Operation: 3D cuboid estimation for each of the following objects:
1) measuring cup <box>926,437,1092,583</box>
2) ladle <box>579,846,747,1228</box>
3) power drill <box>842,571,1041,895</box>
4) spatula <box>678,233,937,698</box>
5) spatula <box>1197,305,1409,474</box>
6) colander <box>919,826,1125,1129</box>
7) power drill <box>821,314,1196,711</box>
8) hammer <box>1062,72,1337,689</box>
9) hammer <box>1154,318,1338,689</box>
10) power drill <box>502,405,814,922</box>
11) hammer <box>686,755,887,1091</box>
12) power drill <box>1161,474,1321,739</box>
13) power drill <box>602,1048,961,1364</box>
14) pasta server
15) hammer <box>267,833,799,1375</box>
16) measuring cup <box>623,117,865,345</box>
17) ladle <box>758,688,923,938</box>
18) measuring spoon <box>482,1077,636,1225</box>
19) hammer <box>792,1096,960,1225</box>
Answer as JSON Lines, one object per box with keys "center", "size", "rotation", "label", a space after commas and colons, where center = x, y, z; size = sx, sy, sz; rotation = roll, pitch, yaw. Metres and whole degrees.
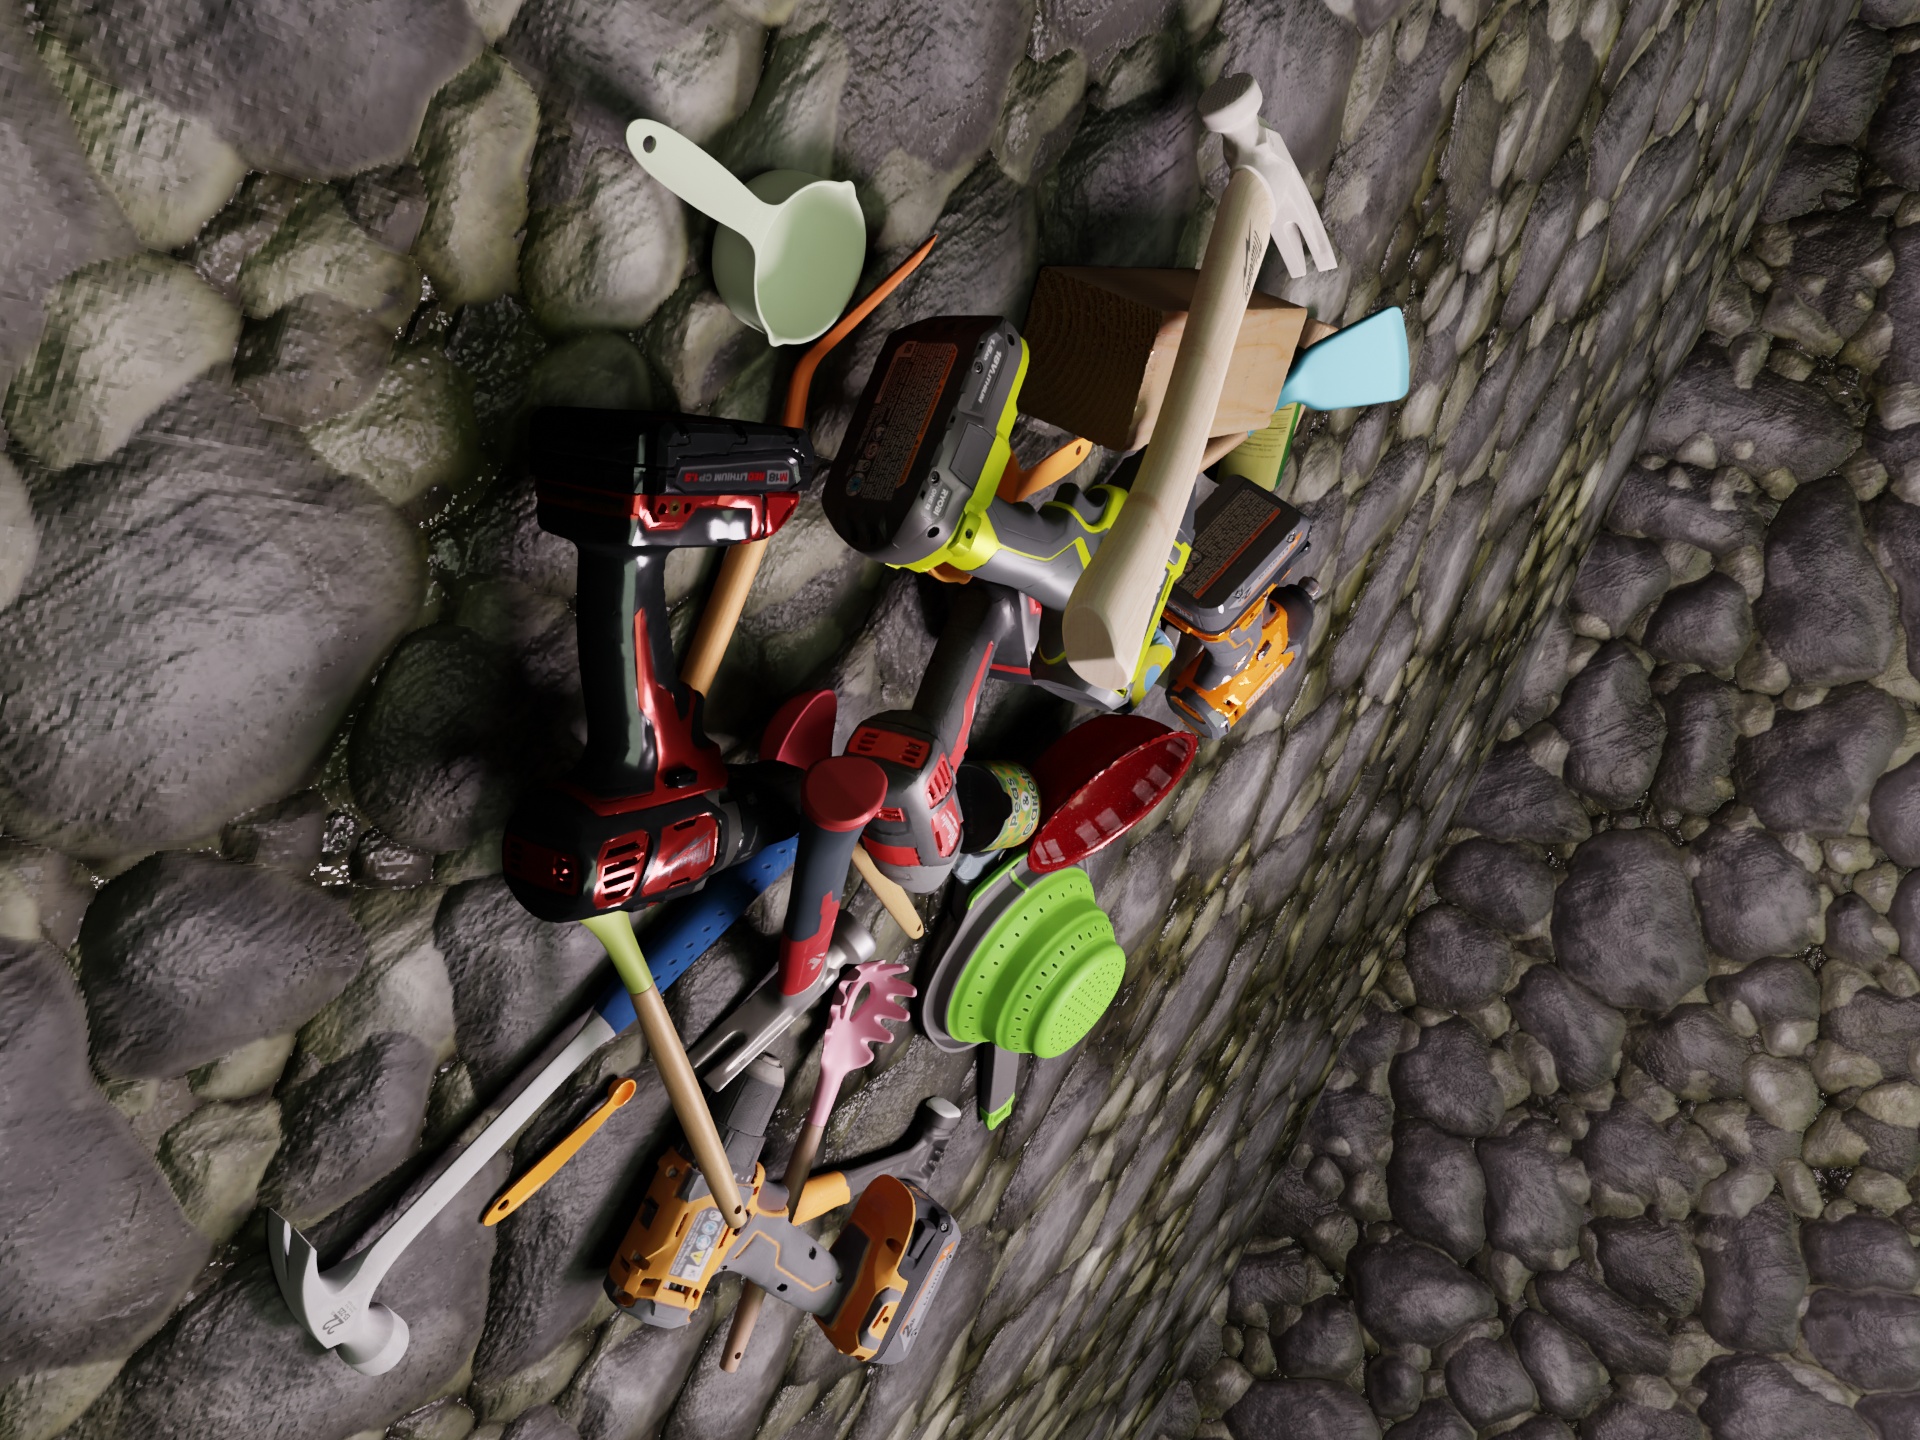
{"center": [0.014, -0.148, 0.958], "size": [0.173, 0.052, 0.095], "rotation": [-35, 142, -43], "label": "measuring cup"}
{"center": [-0.159, 0.168, 0.866], "size": [0.078, 0.062, 0.319], "rotation": [-38, 127, -35], "label": "ladle"}
{"center": [-0.002, -0.003, 0.972], "size": [0.143, 0.078, 0.220], "rotation": [78, 31, -50], "label": "power drill"}
{"center": [-0.094, -0.105, 0.821], "size": [0.081, 0.041, 0.322], "rotation": [-98, -149, -73], "label": "spatula"}
{"center": [0.189, -0.193, 1.142], "size": [0.317, 0.044, 0.082], "rotation": [-35, 136, -13], "label": "spatula"}
{"center": [0.066, 0.264, 1.367], "size": [0.204, 0.095, 0.396], "rotation": [-36, 148, -31], "label": "colander"}
{"center": [0.043, -0.122, 0.876], "size": [0.223, 0.080, 0.171], "rotation": [28, 81, -44], "label": "power drill"}
{"center": [0.138, -0.184, 0.904], "size": [0.146, 0.038, 0.411], "rotation": [48, 50, -39], "label": "hammer"}
{"center": [0.237, -0.176, 1.338], "size": [0.130, 0.031, 0.331], "rotation": [-2, 116, -60], "label": "hammer"}
{"center": [-0.125, -0.027, 0.745], "size": [0.188, 0.080, 0.226], "rotation": [-13, 113, -57], "label": "power drill"}
{"center": [-0.094, 0.116, 0.886], "size": [0.143, 0.038, 0.386], "rotation": [-41, 169, -21], "label": "hammer"}
{"center": [0.227, -0.094, 1.263], "size": [0.164, 0.084, 0.226], "rotation": [-46, 153, -10], "label": "power drill"}
{"center": [-0.110, 0.336, 1.094], "size": [0.226, 0.084, 0.185], "rotation": [28, 85, -32], "label": "power drill"}
{"center": [-0.111, 0.319, 1.148], "size": [0.060, 0.040, 0.316], "rotation": [22, 86, -36], "label": "pasta server"}
{"center": [-0.210, 0.176, 0.896], "size": [0.405, 0.035, 0.143], "rotation": [-47, 150, -26], "label": "hammer"}
{"center": [-0.103, -0.225, 0.702], "size": [0.167, 0.038, 0.083], "rotation": [19, 99, -61], "label": "measuring cup"}
{"center": [-0.065, 0.071, 0.978], "size": [0.069, 0.031, 0.315], "rotation": [-57, 153, -19], "label": "ladle"}
{"center": [-0.241, 0.255, 0.950], "size": [0.117, 0.011, 0.021], "rotation": [-43, 148, -25], "label": "measuring spoon"}
{"center": [-0.110, 0.380, 1.262], "size": [0.336, 0.034, 0.127], "rotation": [9, 106, -61], "label": "hammer"}
